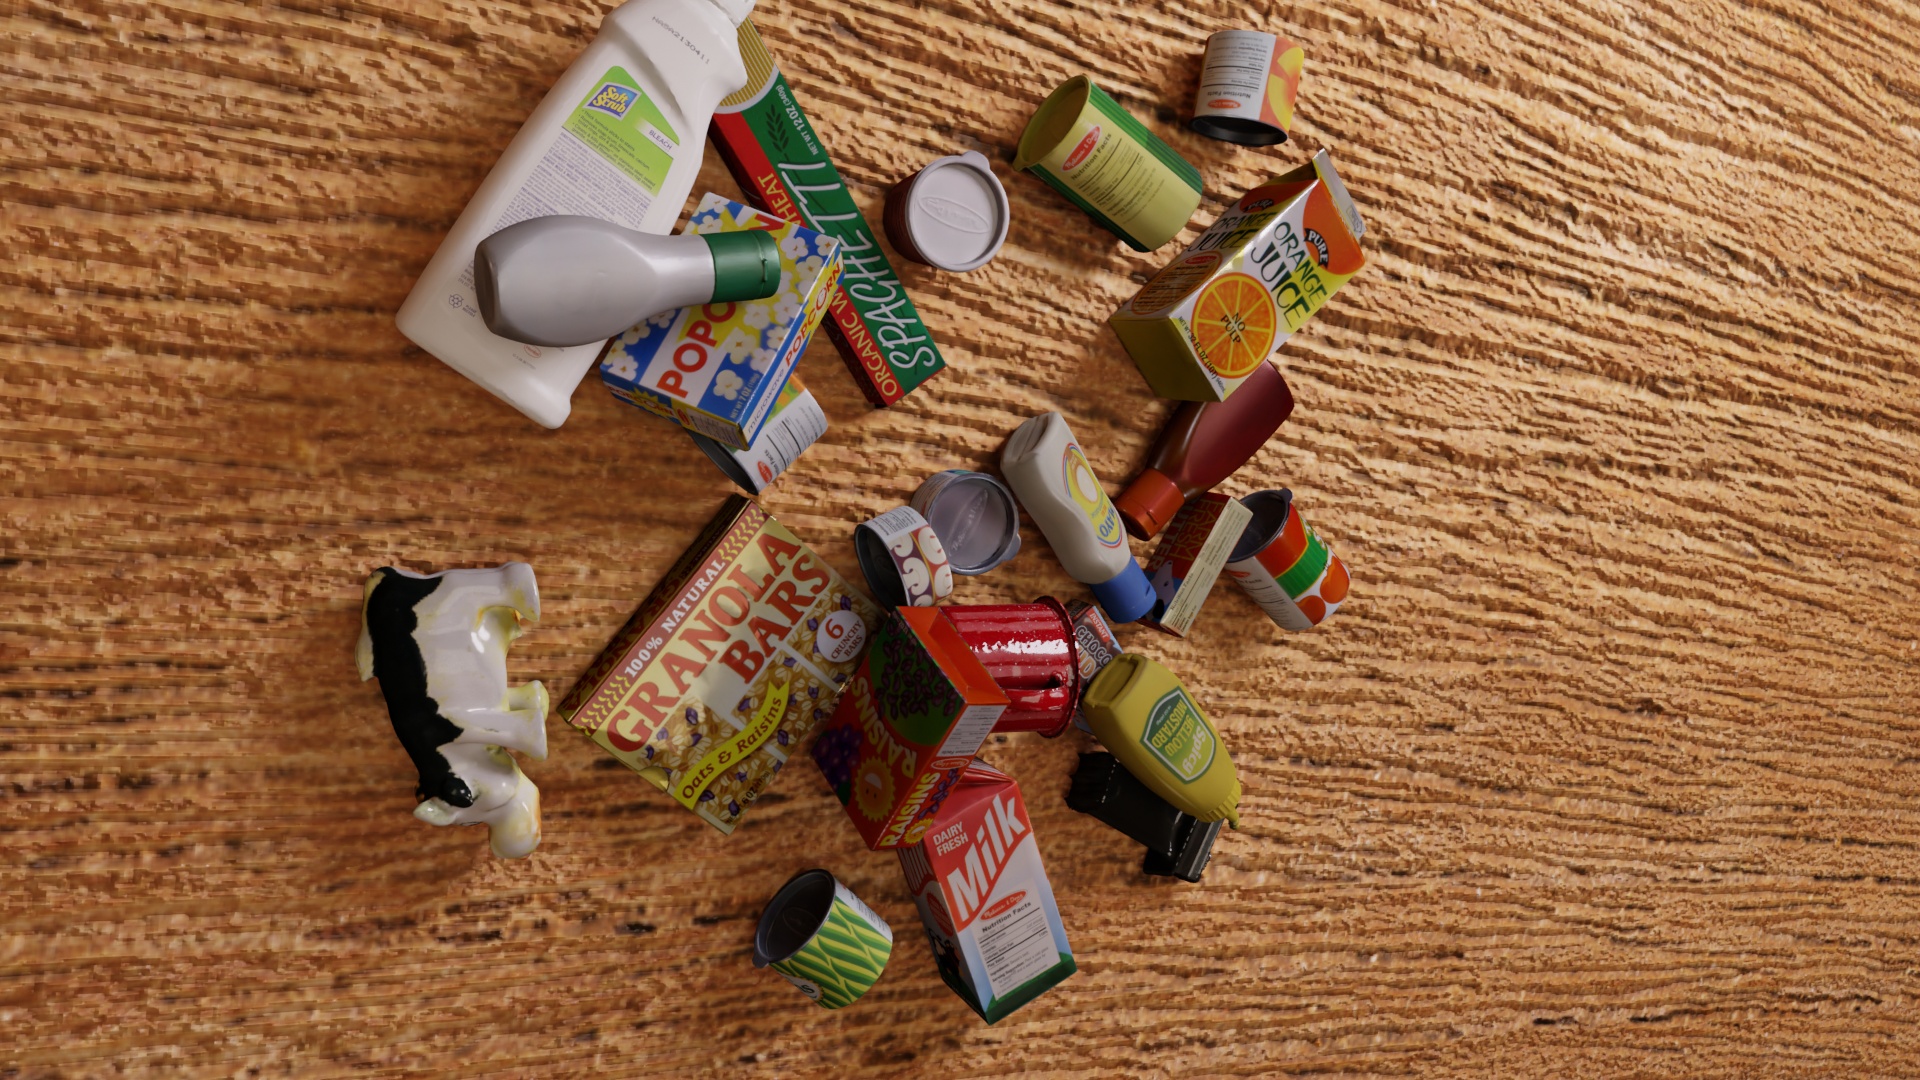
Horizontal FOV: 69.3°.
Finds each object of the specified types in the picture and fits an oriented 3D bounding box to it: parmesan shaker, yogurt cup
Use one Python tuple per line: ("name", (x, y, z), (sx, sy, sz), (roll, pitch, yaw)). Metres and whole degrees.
("parmesan shaker", (0.094, -0.236, 0.885), (0.103, 0.071, 0.071), (31, 84, -28))
("yogurt cup", (-0.012, -0.196, 0.842), (0.072, 0.054, 0.072), (-5, 100, -26))

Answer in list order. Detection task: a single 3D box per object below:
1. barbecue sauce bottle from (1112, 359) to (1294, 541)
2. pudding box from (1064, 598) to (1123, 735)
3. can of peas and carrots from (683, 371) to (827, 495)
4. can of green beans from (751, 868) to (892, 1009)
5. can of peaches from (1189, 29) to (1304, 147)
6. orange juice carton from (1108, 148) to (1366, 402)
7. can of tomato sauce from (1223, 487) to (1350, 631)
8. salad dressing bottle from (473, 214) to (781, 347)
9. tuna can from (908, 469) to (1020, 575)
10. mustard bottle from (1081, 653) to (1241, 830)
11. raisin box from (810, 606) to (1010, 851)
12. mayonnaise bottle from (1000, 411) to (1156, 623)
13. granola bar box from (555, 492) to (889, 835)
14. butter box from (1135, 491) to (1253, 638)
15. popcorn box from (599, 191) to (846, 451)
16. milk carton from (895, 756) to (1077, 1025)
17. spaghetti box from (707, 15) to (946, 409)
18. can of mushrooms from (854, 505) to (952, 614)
("barbecue sauce bottle", (0.164, -0.063, 0.958), (0.149, 0.044, 0.064), (-47, 115, -12))
("pudding box", (0.087, 0.087, 0.950), (0.050, 0.030, 0.083), (-39, 113, -17))
("can of peas and carrots", (-0.121, -0.070, 0.802), (0.059, 0.071, 0.071), (-45, 115, -14))
("can of green beans", (-0.085, 0.250, 0.869), (0.071, 0.071, 0.057), (-48, 116, -12))
("can of peaches", (0.191, -0.299, 0.923), (0.071, 0.071, 0.058), (9, 94, -28))
("orange juice carton", (0.201, -0.181, 0.941), (0.193, 0.073, 0.071), (-43, 114, -15))
("can of tomato sauce", (0.229, 0.013, 0.990), (0.083, 0.071, 0.071), (44, 78, -26))
("salad dressing bottle", (-0.165, -0.133, 0.700), (0.148, 0.044, 0.064), (-11, 114, -30))
("tuna can", (0.003, -0.011, 0.891), (0.071, 0.033, 0.071), (-5, 100, -26))
("mustard bottle", (0.149, 0.146, 0.942), (0.160, 0.049, 0.065), (47, 68, -23))
("raisin box", (-0.033, 0.112, 0.832), (0.040, 0.086, 0.123), (5, 125, -44))
("mayonnaise bottle", (0.081, -0.011, 0.917), (0.147, 0.041, 0.065), (56, 35, -24))
("granola bar box", (-0.137, 0.074, 0.830), (0.124, 0.039, 0.166), (43, 78, -25))
("butter box", (0.157, 0.015, 0.962), (0.024, 0.053, 0.103), (34, 82, -24))
("popcorn box", (-0.129, -0.121, 0.765), (0.085, 0.038, 0.127), (22, 70, 10))
("milk carton", (0.006, 0.207, 0.905), (0.074, 0.072, 0.190), (-25, 109, -21))
("spaghetti box", (-0.089, -0.193, 0.818), (0.050, 0.029, 0.249), (-37, 112, -16))
("can of mushrooms", (-0.035, 0.016, 0.857), (0.033, 0.071, 0.071), (-26, 109, -22))
